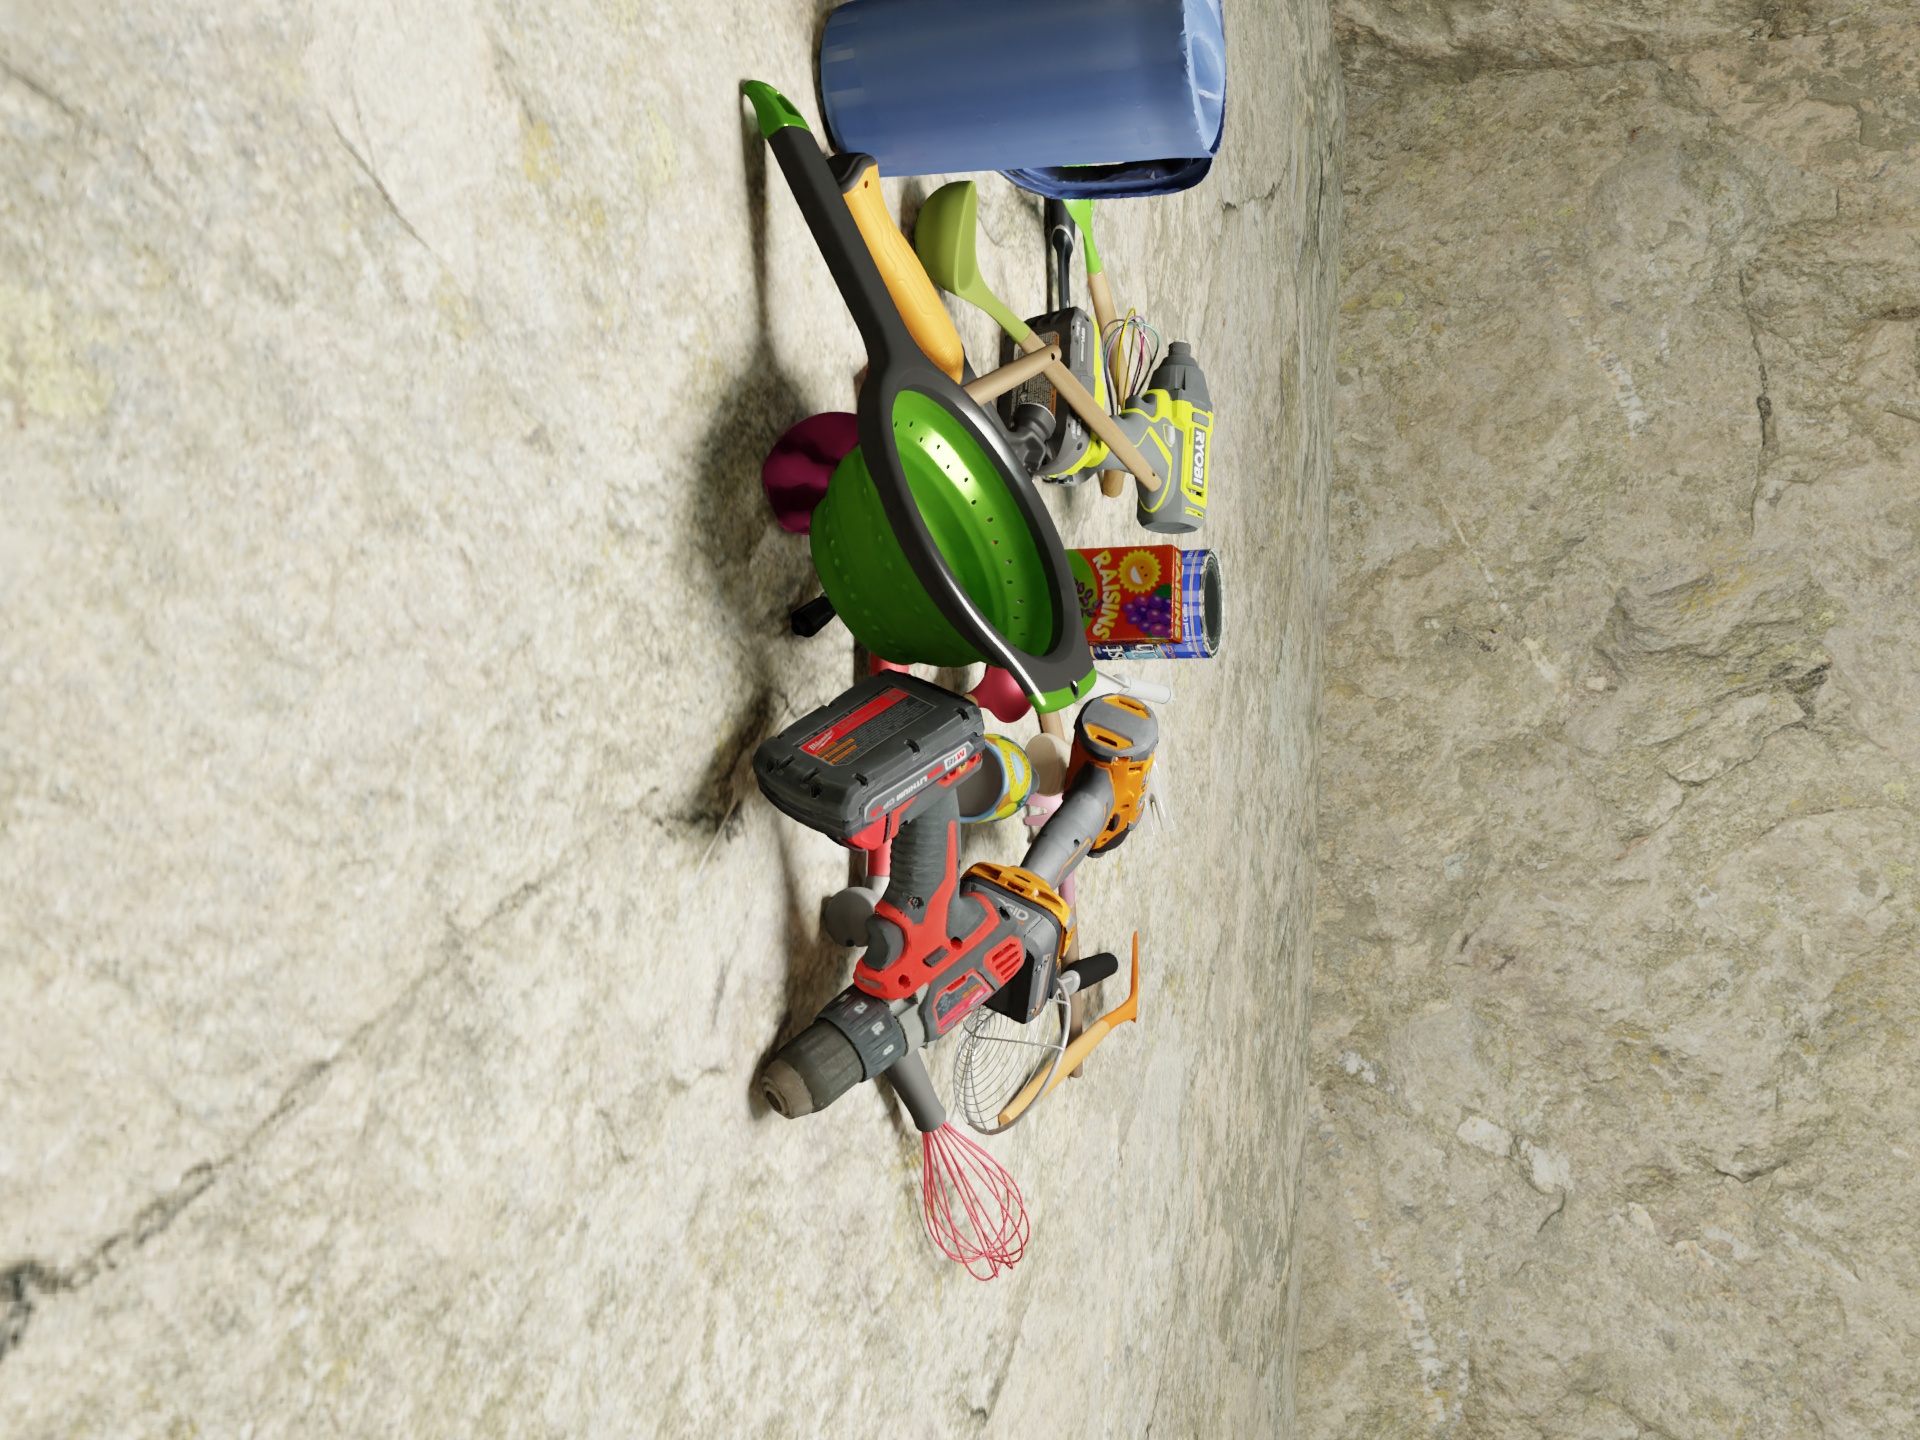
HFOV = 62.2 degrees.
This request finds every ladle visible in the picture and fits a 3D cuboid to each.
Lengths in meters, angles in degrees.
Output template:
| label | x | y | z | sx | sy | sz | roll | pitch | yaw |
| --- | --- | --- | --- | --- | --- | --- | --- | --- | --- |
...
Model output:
| label | x | y | z | sx | sy | sz | roll | pitch | yaw |
| --- | --- | --- | --- | --- | --- | --- | --- | --- | --- |
| ladle | 0.073 | -0.279 | 1.208 | 0.319 | 0.062 | 0.078 | 41 | 49 | -36 |
| ladle | -0.002 | -0.003 | 1.083 | 0.315 | 0.031 | 0.069 | -38 | 126 | -66 |

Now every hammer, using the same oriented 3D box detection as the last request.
| label | x | y | z | sx | sy | sz | roll | pitch | yaw |
| --- | --- | --- | --- | --- | --- | --- | --- | --- | --- |
| hammer | 0.096 | -0.416 | 1.445 | 0.149 | 0.036 | 0.409 | -3 | 92 | -71 |
| hammer | -0.018 | -0.258 | 1.113 | 0.127 | 0.034 | 0.336 | -66 | 149 | -19 |
| hammer | -0.041 | -0.047 | 1.062 | 0.143 | 0.038 | 0.386 | 13 | 77 | -70 |
| hammer | 0.128 | 0.049 | 1.435 | 0.410 | 0.038 | 0.146 | -4 | 78 | -73 |

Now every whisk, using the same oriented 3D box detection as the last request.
| label | x | y | z | sx | sy | sz | roll | pitch | yaw |
| --- | --- | --- | --- | --- | --- | --- | --- | --- | --- |
| whisk | -0.015 | 0.291 | 1.110 | 0.073 | 0.073 | 0.295 | -66 | 143 | -48 |
| whisk | 0.155 | -0.298 | 1.519 | 0.244 | 0.051 | 0.047 | 88 | -7 | -59 |

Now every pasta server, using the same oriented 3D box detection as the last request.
| label | x | y | z | sx | sy | sz | roll | pitch | yaw |
| --- | --- | --- | --- | --- | --- | --- | --- | --- | --- |
| pasta server | 0.090 | 0.187 | 1.436 | 0.060 | 0.040 | 0.316 | -51 | 140 | -60 |

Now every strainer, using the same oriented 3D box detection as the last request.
| label | x | y | z | sx | sy | sz | roll | pitch | yaw |
| --- | --- | --- | --- | --- | --- | --- | --- | --- | --- |
| strainer | 0.144 | -0.032 | 1.474 | 0.258 | 0.087 | 0.050 | 10 | 104 | -58 |

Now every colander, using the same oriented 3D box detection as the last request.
| label | x | y | z | sx | sy | sz | roll | pitch | yaw |
| --- | --- | --- | --- | --- | --- | --- | --- | --- | --- |
| colander | -0.056 | -0.172 | 0.921 | 0.397 | 0.094 | 0.204 | 64 | 24 | 0 |

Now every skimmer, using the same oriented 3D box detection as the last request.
| label | x | y | z | sx | sy | sz | roll | pitch | yaw |
| --- | --- | --- | --- | --- | --- | --- | --- | --- | --- |
| skimmer | 0.089 | 0.245 | 1.303 | 0.127 | 0.090 | 0.363 | -54 | 162 | 14 |

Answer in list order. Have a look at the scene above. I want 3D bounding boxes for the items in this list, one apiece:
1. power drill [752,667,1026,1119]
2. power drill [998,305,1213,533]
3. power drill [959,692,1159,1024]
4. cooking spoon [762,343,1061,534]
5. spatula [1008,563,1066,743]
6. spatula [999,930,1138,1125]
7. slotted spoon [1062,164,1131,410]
| label | x | y | z | sx | sy | sz | roll | pitch | yaw |
| --- | --- | --- | --- | --- | --- | --- | --- | --- | --- |
| power drill | -0.051 | 0.106 | 0.908 | 0.188 | 0.080 | 0.226 | -33 | 130 | -32 |
| power drill | 0.136 | -0.266 | 1.368 | 0.223 | 0.080 | 0.171 | 10 | 82 | -46 |
| power drill | 0.072 | 0.107 | 1.170 | 0.226 | 0.084 | 0.164 | -54 | 160 | -35 |
| cooking spoon | -0.022 | -0.196 | 1.034 | 0.319 | 0.017 | 0.068 | -37 | 115 | -45 |
| spatula | 0.073 | -0.030 | 1.399 | 0.060 | 0.018 | 0.315 | -76 | 156 | -53 |
| spatula | 0.110 | 0.286 | 1.439 | 0.322 | 0.041 | 0.081 | -27 | 122 | -56 |
| slotted spoon | 0.127 | -0.392 | 1.443 | 0.313 | 0.031 | 0.070 | 66 | 27 | -53 |
